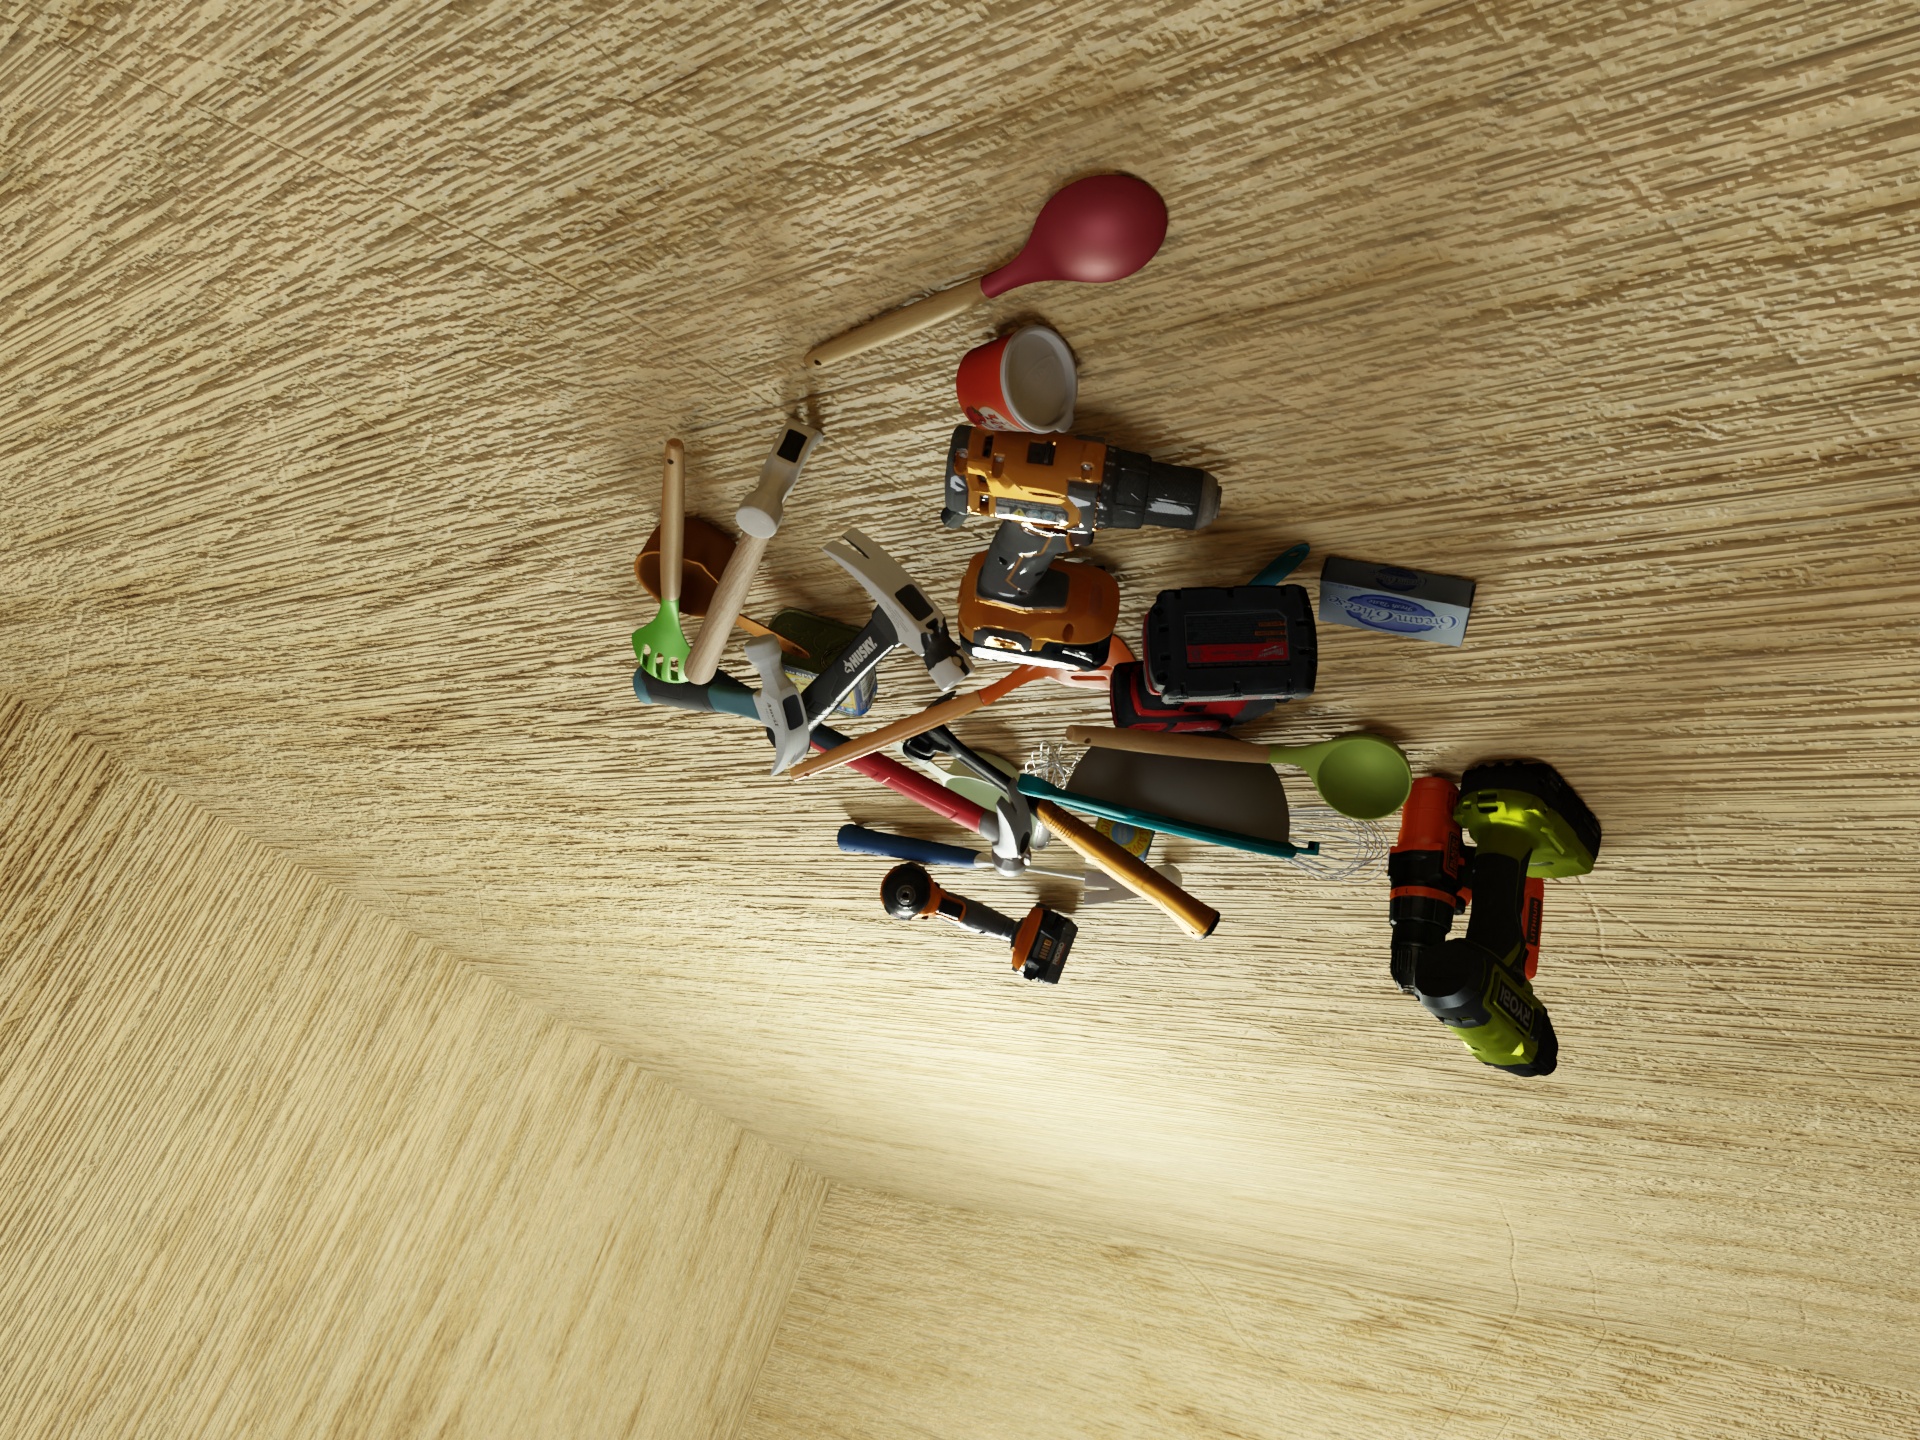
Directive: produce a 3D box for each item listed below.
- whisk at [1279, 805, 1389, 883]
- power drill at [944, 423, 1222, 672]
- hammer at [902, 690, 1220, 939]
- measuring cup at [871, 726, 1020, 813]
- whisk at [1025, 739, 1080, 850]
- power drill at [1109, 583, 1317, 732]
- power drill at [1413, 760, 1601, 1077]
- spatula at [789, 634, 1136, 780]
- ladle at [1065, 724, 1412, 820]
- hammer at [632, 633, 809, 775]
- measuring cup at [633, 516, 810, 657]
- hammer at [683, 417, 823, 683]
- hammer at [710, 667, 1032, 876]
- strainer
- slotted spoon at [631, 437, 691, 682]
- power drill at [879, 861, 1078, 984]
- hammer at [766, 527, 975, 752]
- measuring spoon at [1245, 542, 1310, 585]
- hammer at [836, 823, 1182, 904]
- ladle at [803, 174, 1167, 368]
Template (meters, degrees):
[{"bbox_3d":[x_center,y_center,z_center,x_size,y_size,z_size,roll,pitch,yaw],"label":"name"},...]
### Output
[{"bbox_3d":[0.256,0.097,1.470,0.285,0.070,0.070,10,152,31],"label":"whisk"},{"bbox_3d":[0.082,-0.122,1.140,0.185,0.084,0.226,8,152,4],"label":"power drill"},{"bbox_3d":[0.099,0.094,1.467,0.337,0.034,0.127,35,157,-1],"label":"hammer"},{"bbox_3d":[-0.012,0.038,1.571,0.167,0.038,0.083,32,152,-17],"label":"measuring cup"},{"bbox_3d":[0.085,0.082,1.575,0.058,0.059,0.246,-21,159,-10],"label":"whisk"},{"bbox_3d":[0.193,-0.036,1.190,0.143,0.078,0.219,-2,170,-1],"label":"power drill"},{"bbox_3d":[0.440,0.161,1.264,0.080,0.223,0.171,-9,141,46],"label":"power drill"},{"bbox_3d":[-0.002,-0.004,1.375,0.322,0.041,0.080,-22,139,12],"label":"spatula"},{"bbox_3d":[0.222,0.032,1.242,0.320,0.062,0.078,6,130,-29],"label":"ladle"},{"bbox_3d":[-0.233,-0.024,1.489,0.331,0.033,0.128,9,122,57],"label":"hammer"},{"bbox_3d":[-0.198,-0.116,1.393,0.173,0.052,0.095,30,149,-18],"label":"measuring cup"},{"bbox_3d":[-0.172,-0.121,1.254,0.031,0.130,0.331,26,147,-8],"label":"hammer"},{"bbox_3d":[-0.105,0.024,1.514,0.386,0.038,0.143,26,155,20],"label":"hammer"},{"bbox_3d":[0.153,0.039,1.300,0.211,0.095,0.340,13,178,36],"label":"strainer"},{"bbox_3d":[-0.244,-0.122,1.331,0.070,0.031,0.313,23,144,4],"label":"slotted spoon"},{"bbox_3d":[0.015,0.225,1.810,0.226,0.084,0.164,21,177,1],"label":"power drill"},{"bbox_3d":[-0.104,-0.041,1.340,0.146,0.035,0.334,53,150,1],"label":"hammer"},{"bbox_3d":[0.214,-0.103,1.169,0.042,0.021,0.128,7,151,-26],"label":"measuring spoon"},{"bbox_3d":[0.027,0.151,1.712,0.406,0.035,0.144,5,-177,37],"label":"hammer"},{"bbox_3d":[-0.001,-0.267,1.000,0.315,0.031,0.069,-8,141,47],"label":"ladle"}]
